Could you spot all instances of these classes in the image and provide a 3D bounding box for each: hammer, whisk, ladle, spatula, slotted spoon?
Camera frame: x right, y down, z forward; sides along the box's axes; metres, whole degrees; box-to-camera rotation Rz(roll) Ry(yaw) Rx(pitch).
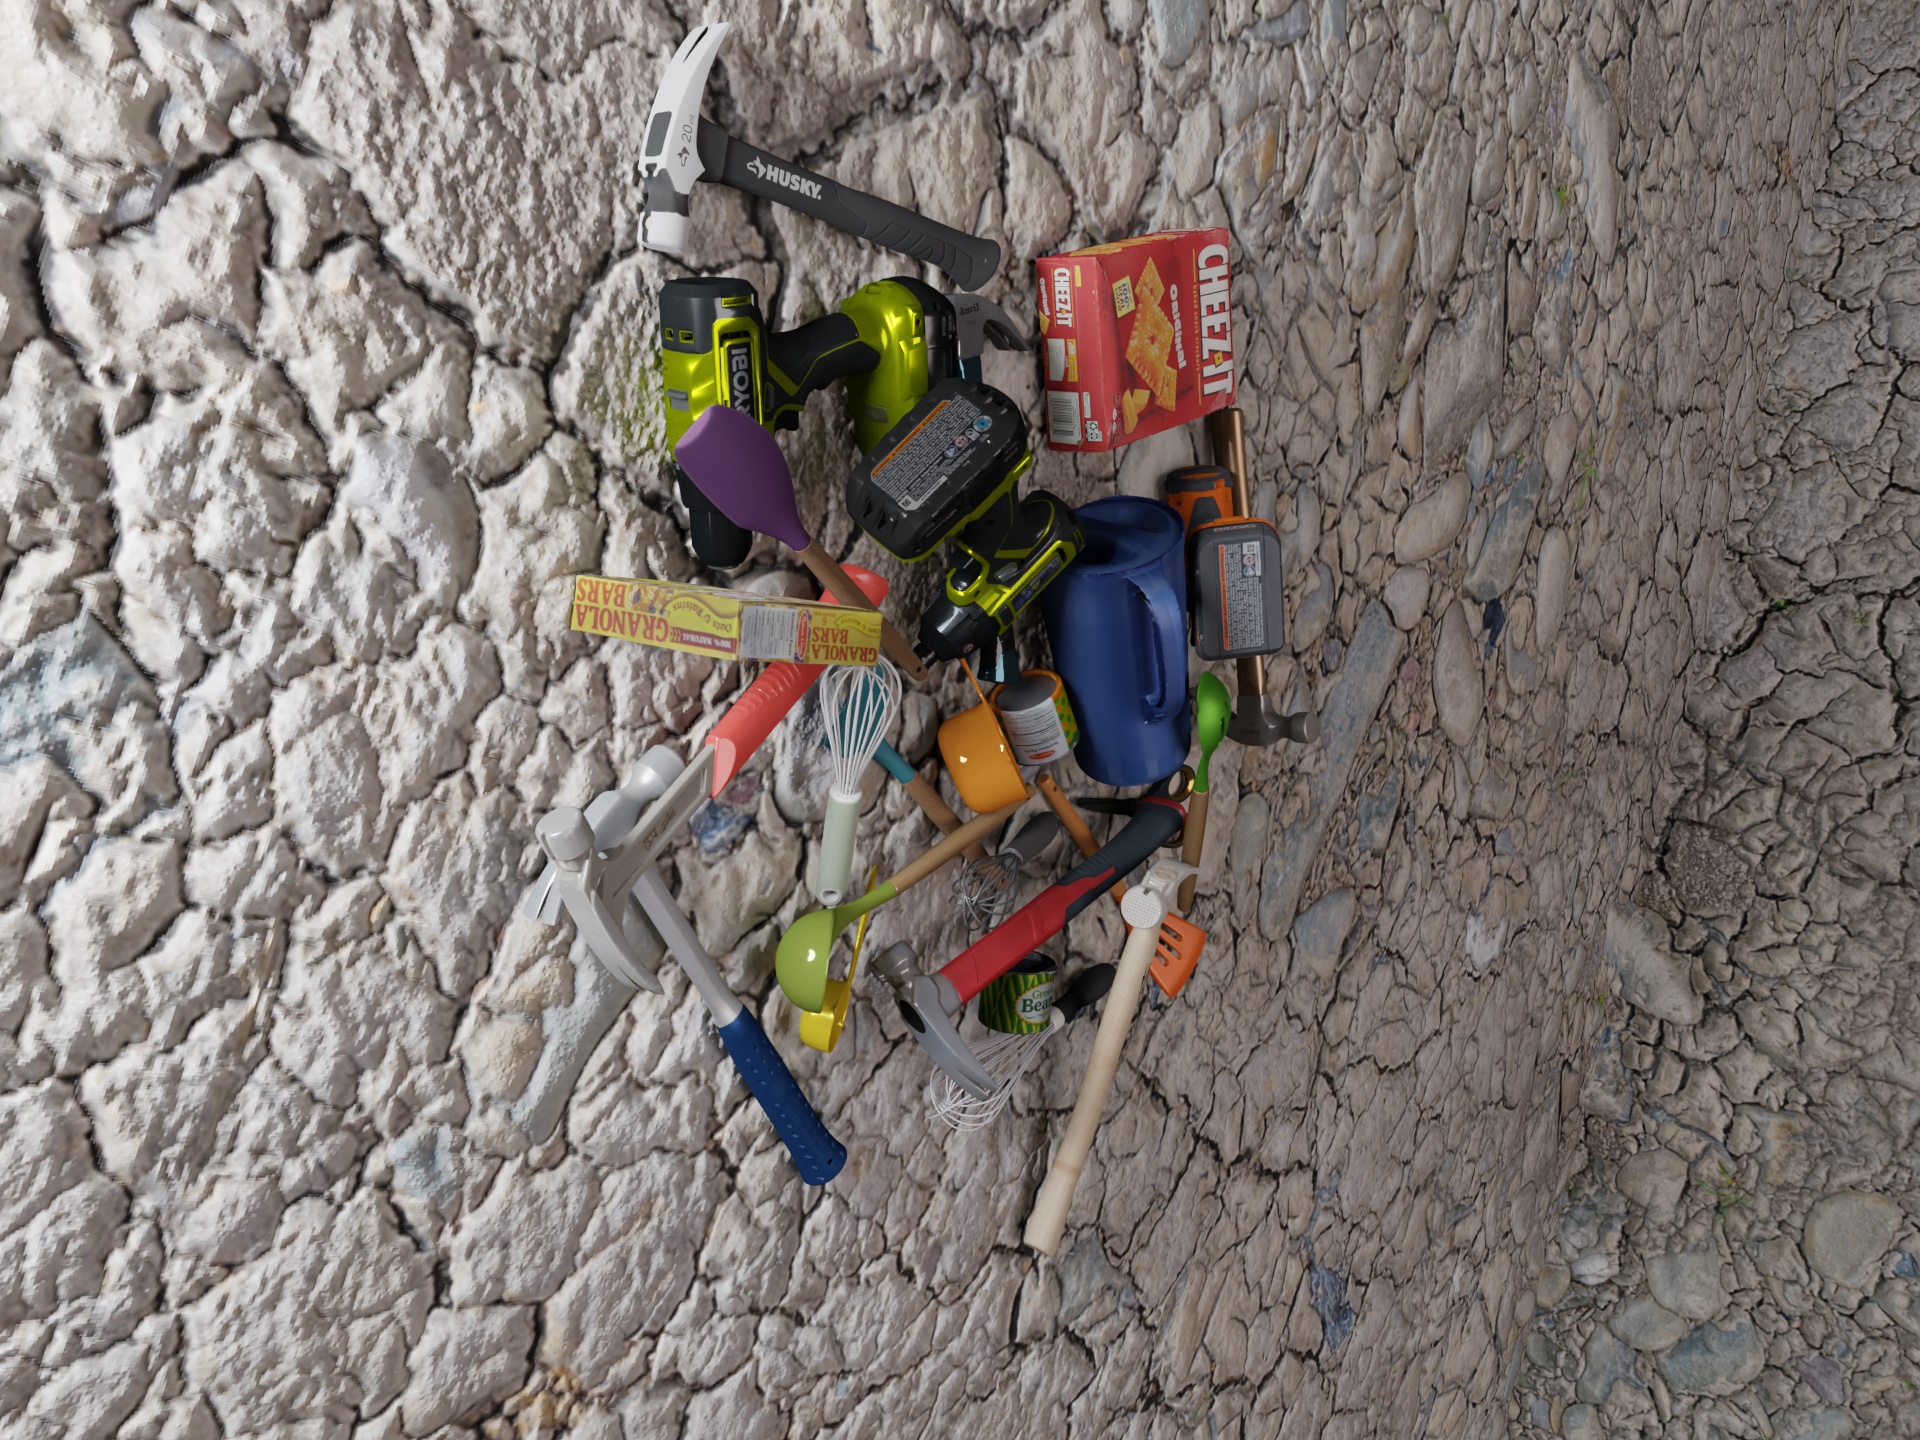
[{"bbox_3d":[0.093,0.177,1.402,0.386,0.038,0.143,-31,79,-42],"label":"hammer"},{"bbox_3d":[-0.149,0.016,1.108,0.359,0.037,0.149,-54,136,-38],"label":"hammer"},{"bbox_3d":[0.045,0.121,1.354,0.239,0.055,0.055,-36,128,-65],"label":"whisk"},{"bbox_3d":[-0.030,0.129,1.269,0.320,0.062,0.078,-32,145,-42],"label":"ladle"},{"bbox_3d":[-0.179,0.213,1.168,0.144,0.035,0.405,-48,132,-31],"label":"hammer"},{"bbox_3d":[0.275,-0.139,1.567,0.031,0.130,0.331,-13,99,-47],"label":"hammer"},{"bbox_3d":[0.152,0.153,1.537,0.081,0.041,0.322,-57,135,-23],"label":"spatula"},{"bbox_3d":[-0.097,-0.112,1.113,0.060,0.018,0.315,-51,140,-8],"label":"spatula"},{"bbox_3d":[0.223,0.078,1.483,0.313,0.031,0.070,89,18,-46],"label":"slotted spoon"},{"bbox_3d":[0.015,-0.181,1.296,0.128,0.033,0.330,-28,120,-41],"label":"hammer"},{"bbox_3d":[-0.084,0.046,1.180,0.059,0.058,0.246,-88,-172,-53],"label":"whisk"},{"bbox_3d":[0.066,0.290,1.462,0.284,0.070,0.070,-29,121,-47],"label":"whisk"},{"bbox_3d":[-0.025,0.064,1.304,0.082,0.044,0.317,-57,137,-18],"label":"spatula"},{"bbox_3d":[-0.084,-0.371,1.130,0.334,0.035,0.146,2,98,-50],"label":"hammer"},{"bbox_3d":[0.137,0.323,1.502,0.146,0.038,0.410,-23,132,-64],"label":"hammer"}]

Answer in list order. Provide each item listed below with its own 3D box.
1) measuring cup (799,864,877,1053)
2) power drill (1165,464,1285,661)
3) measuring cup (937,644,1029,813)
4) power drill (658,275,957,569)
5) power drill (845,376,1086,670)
[{"bbox_3d":[-0.096,0.186,1.266,0.062,0.029,0.157,87,15,-67],"label":"measuring cup"},{"bbox_3d":[0.236,-0.131,1.456,0.227,0.084,0.164,-95,178,-68],"label":"power drill"},{"bbox_3d":[-0.002,-0.004,1.307,0.052,0.095,0.173,-26,96,4],"label":"measuring cup"},{"bbox_3d":[-0.108,-0.216,1.111,0.228,0.080,0.190,-22,120,-42],"label":"power drill"},{"bbox_3d":[0.004,-0.136,1.186,0.171,0.080,0.223,-46,153,-6],"label":"power drill"}]
